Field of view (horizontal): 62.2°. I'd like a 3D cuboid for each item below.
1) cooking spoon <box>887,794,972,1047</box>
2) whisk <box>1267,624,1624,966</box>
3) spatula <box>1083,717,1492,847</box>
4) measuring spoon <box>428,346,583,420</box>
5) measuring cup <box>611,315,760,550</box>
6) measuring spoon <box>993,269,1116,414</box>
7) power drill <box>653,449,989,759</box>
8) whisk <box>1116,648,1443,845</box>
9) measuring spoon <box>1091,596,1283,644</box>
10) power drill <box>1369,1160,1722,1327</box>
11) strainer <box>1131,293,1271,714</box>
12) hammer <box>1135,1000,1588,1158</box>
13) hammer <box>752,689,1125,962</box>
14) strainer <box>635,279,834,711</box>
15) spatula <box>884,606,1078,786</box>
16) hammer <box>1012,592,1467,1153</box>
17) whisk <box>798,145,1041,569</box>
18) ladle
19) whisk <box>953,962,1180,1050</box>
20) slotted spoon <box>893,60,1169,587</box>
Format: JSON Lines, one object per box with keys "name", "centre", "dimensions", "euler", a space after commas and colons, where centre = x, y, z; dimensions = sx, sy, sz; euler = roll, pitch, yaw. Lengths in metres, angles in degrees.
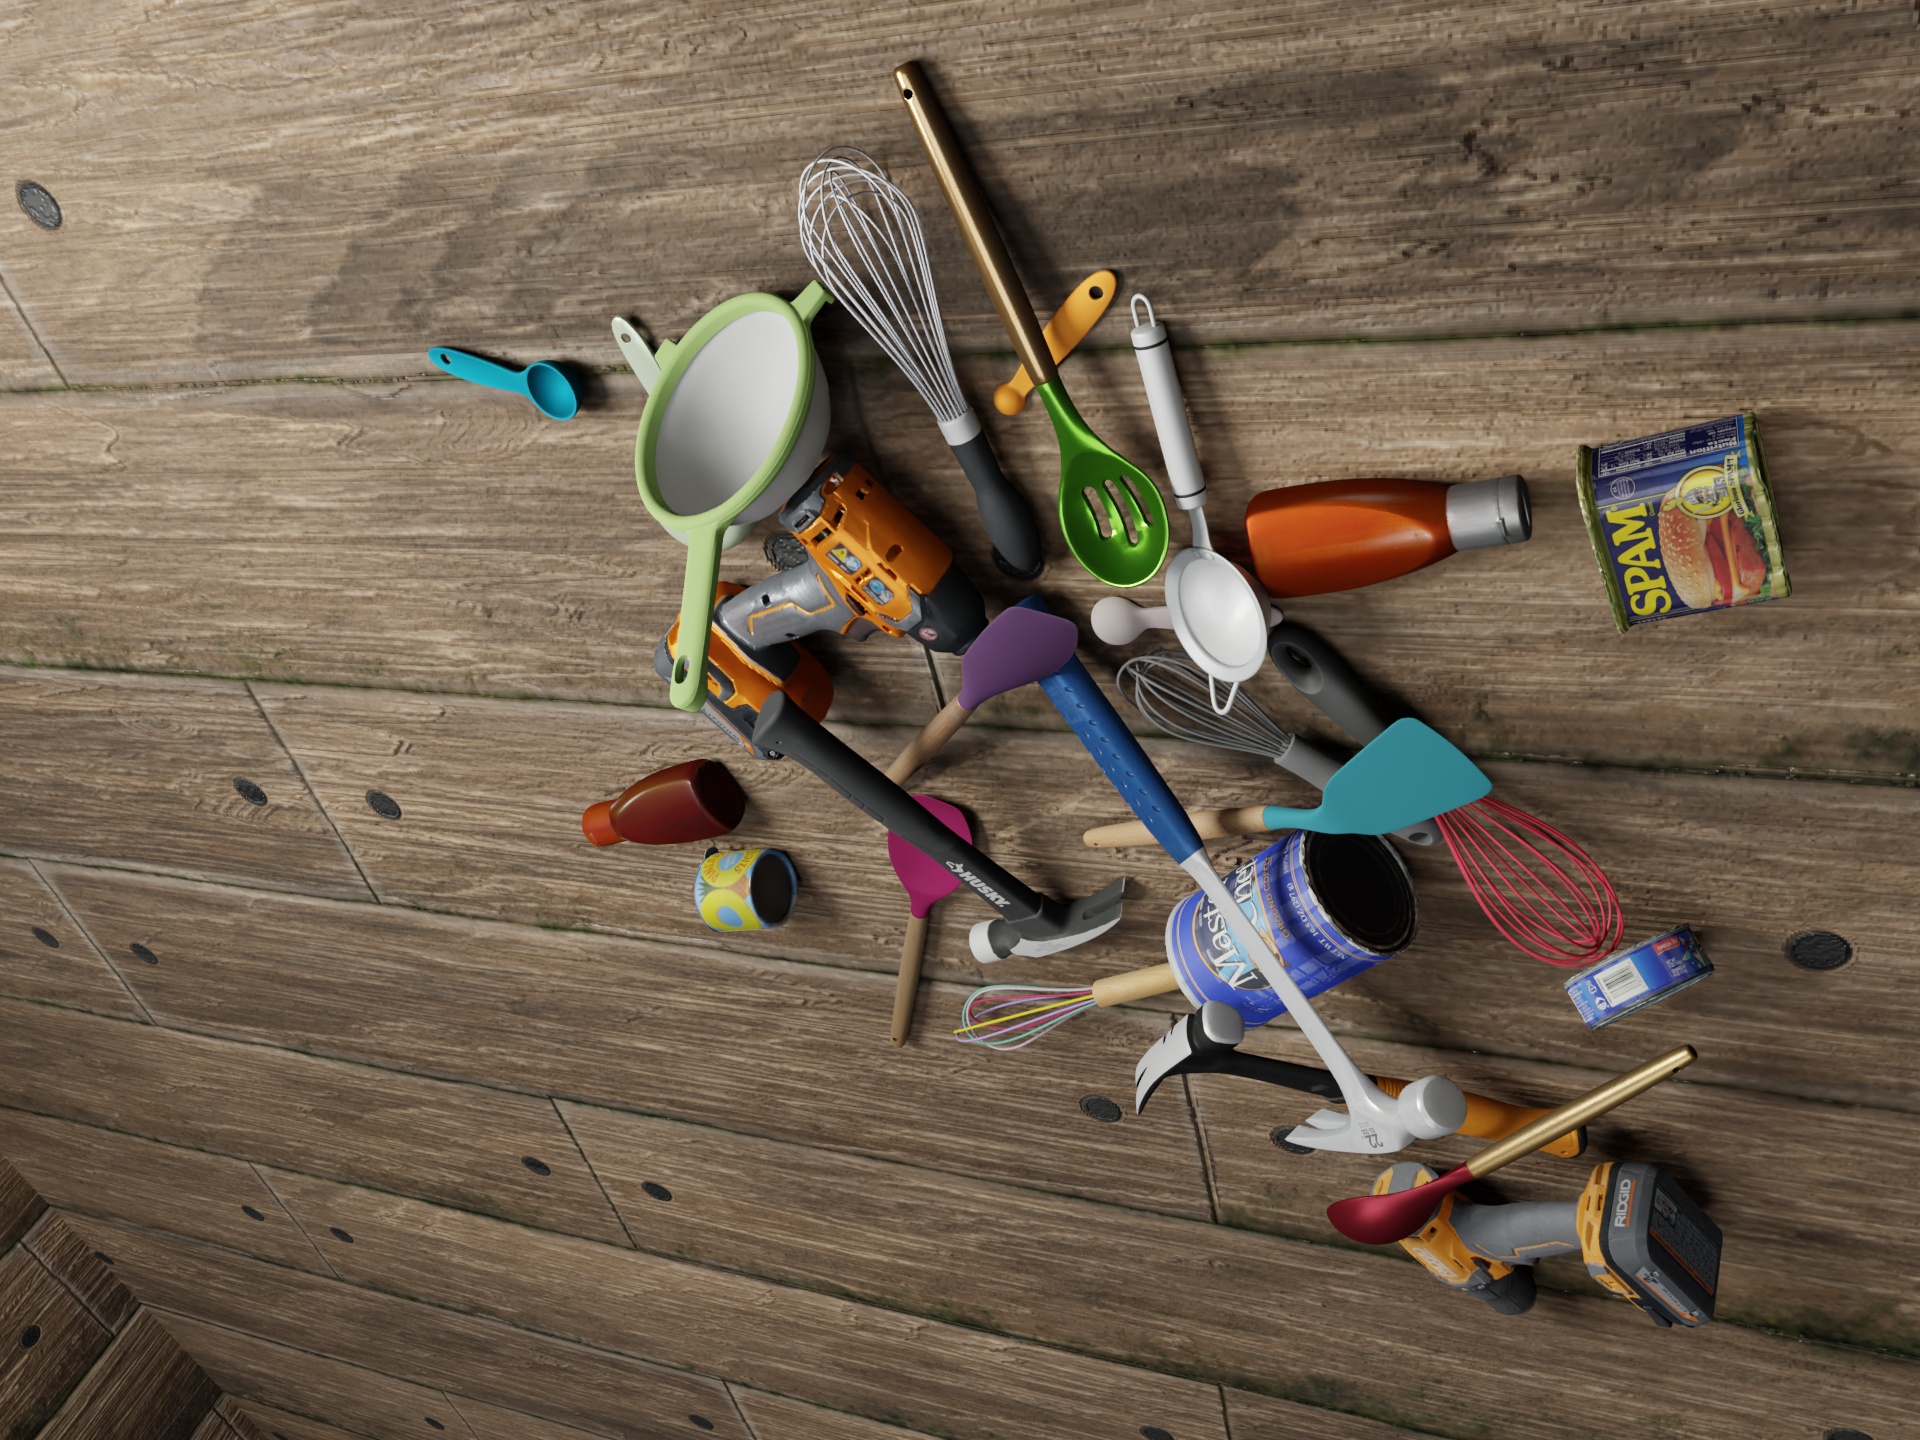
{"name": "cooking spoon", "centre": [-0.036, 0.171, 1.289], "dimensions": [0.069, 0.017, 0.318], "euler": [20, 135, 10]}
{"name": "whisk", "centre": [0.299, 0.045, 0.986], "dimensions": [0.296, 0.073, 0.073], "euler": [43, 134, -5]}
{"name": "spatula", "centre": [0.187, 0.056, 1.028], "dimensions": [0.082, 0.044, 0.317], "euler": [35, 154, -25]}
{"name": "measuring spoon", "centre": [-0.301, -0.234, 1.061], "dimensions": [0.129, 0.021, 0.042], "euler": [20, 137, 22]}
{"name": "measuring cup", "centre": [-0.187, -0.181, 1.030], "dimensions": [0.083, 0.038, 0.167], "euler": [-6, 128, 31]}
{"name": "measuring spoon", "centre": [0.052, -0.212, 0.903], "dimensions": [0.021, 0.011, 0.117], "euler": [37, 135, -8]}
{"name": "power drill", "centre": [-0.087, -0.061, 1.056], "dimensions": [0.164, 0.084, 0.226], "euler": [42, 135, -14]}
{"name": "whisk", "centre": [0.206, 0.020, 1.015], "dimensions": [0.239, 0.055, 0.055], "euler": [29, 136, -7]}
{"name": "measuring spoon", "centre": [0.139, -0.061, 0.993], "dimensions": [0.124, 0.018, 0.034], "euler": [0, 129, 25]}
{"name": "power drill", "centre": [0.452, 0.404, 1.207], "dimensions": [0.185, 0.084, 0.226], "euler": [43, 144, -25]}
{"name": "strainer", "centre": [0.138, -0.123, 0.920], "dimensions": [0.087, 0.050, 0.258], "euler": [22, 138, 53]}
{"name": "hammer", "centre": [0.292, 0.268, 1.125], "dimensions": [0.336, 0.034, 0.127], "euler": [15, 141, -15]}
{"name": "hammer", "centre": [-0.020, 0.078, 1.121], "dimensions": [0.146, 0.035, 0.334], "euler": [-19, 136, 35]}
{"name": "strainer", "centre": [-0.127, -0.124, 0.941], "dimensions": [0.151, 0.256, 0.069], "euler": [-8, 160, 40]}
{"name": "spatula", "centre": [-0.002, -0.003, 1.062], "dimensions": [0.059, 0.018, 0.316], "euler": [15, 154, -17]}
{"name": "hammer", "centre": [0.148, 0.096, 1.000], "dimensions": [0.405, 0.035, 0.144], "euler": [55, 150, 9]}
{"name": "whisk", "centre": [-0.014, -0.199, 0.922], "dimensions": [0.070, 0.070, 0.284], "euler": [-7, 131, 31]}
{"name": "ladle", "centre": [0.381, 0.304, 1.118], "dimensions": [0.069, 0.031, 0.315], "euler": [27, 129, -25]}
{"name": "whisk", "centre": [0.094, 0.219, 1.259], "dimensions": [0.245, 0.051, 0.047], "euler": [-21, 139, 34]}
{"name": "slotted spoon", "centre": [0.039, -0.214, 0.886], "dimensions": [0.070, 0.031, 0.313], "euler": [-11, 118, 36]}
